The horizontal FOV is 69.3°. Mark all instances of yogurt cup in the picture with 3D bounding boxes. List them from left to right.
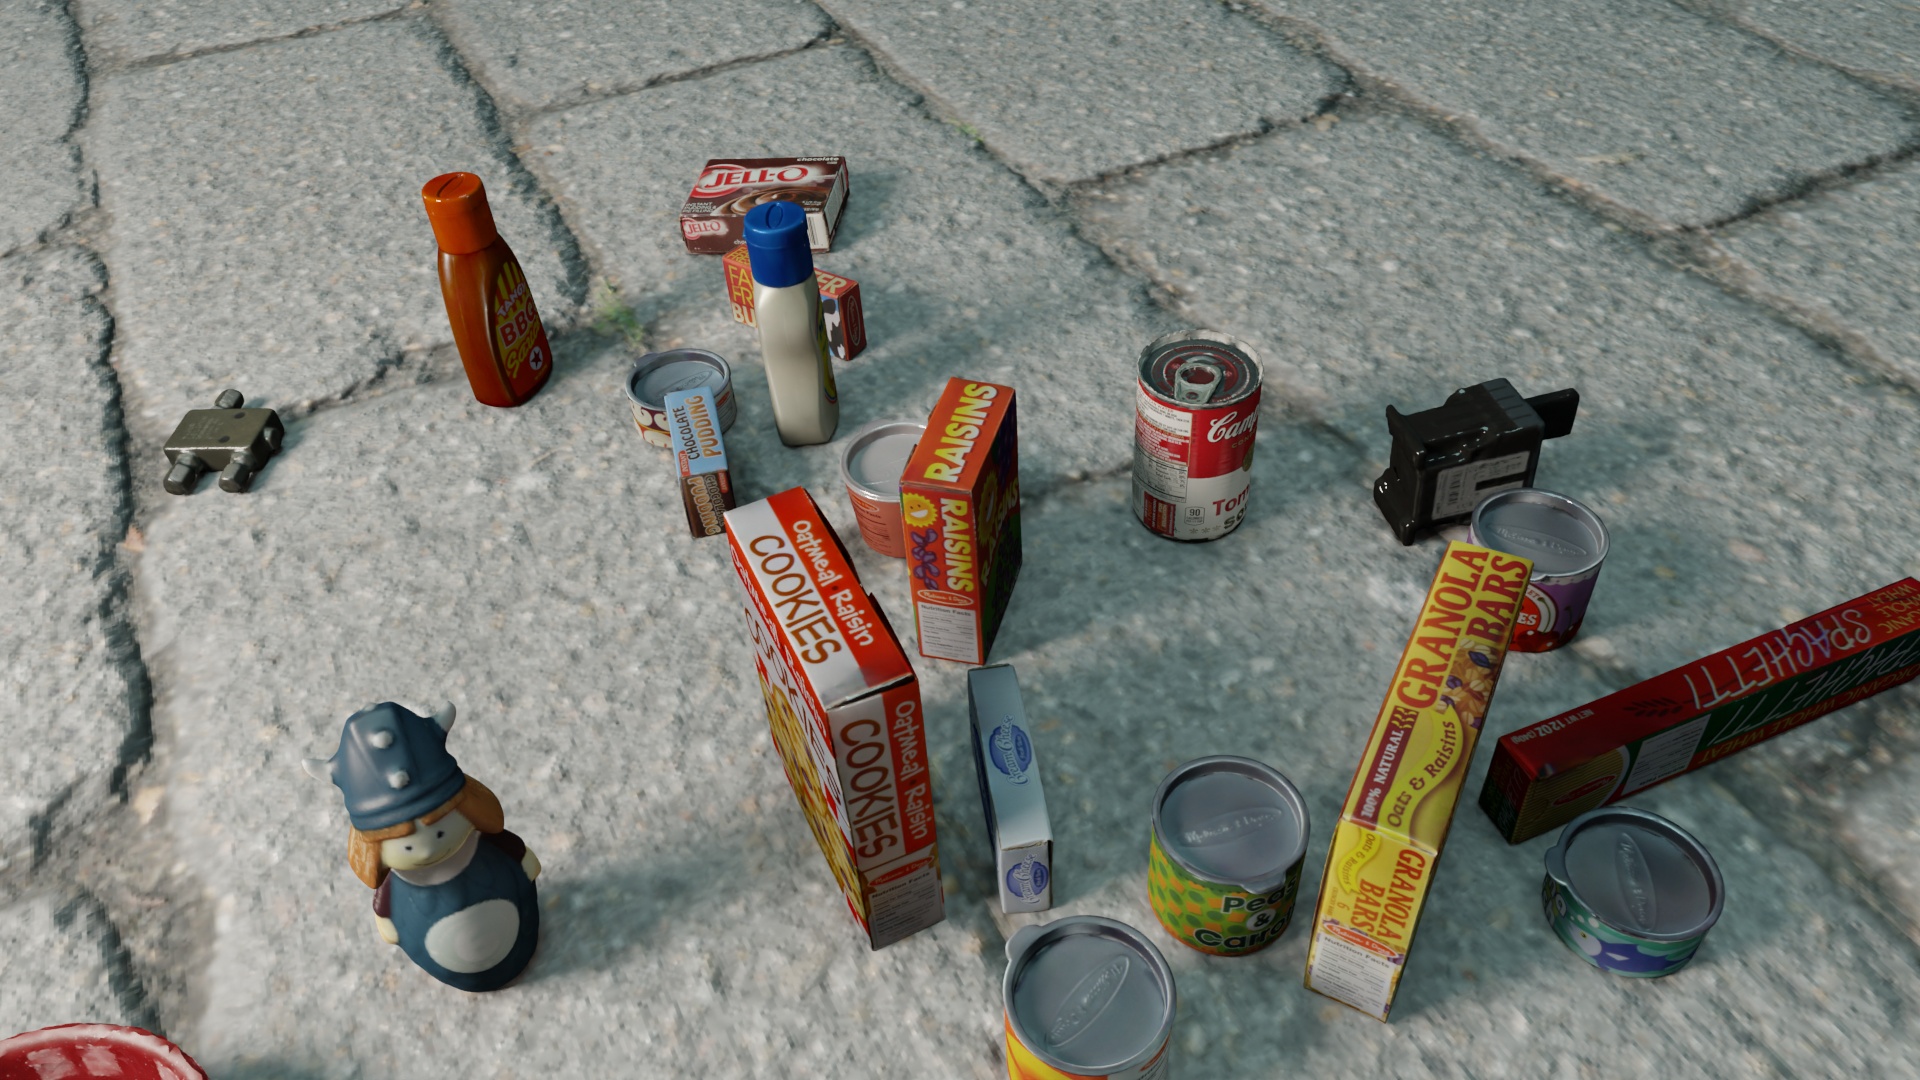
[{"bbox_3d":[-0.032,-0.027,0.791,0.072,0.053,0.073,-2,43,2],"label":"yogurt cup"}]

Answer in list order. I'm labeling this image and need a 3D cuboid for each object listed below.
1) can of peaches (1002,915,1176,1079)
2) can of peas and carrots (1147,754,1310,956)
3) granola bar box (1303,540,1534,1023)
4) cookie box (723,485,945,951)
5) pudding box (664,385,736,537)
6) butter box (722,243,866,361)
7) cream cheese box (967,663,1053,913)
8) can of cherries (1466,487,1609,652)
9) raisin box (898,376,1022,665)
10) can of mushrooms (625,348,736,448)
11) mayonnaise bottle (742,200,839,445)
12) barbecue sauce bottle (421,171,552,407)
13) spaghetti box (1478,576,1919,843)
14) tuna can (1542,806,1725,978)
[{"bbox_3d":[0.049,0.191,0.549,0.071,0.057,0.071,-2,43,2],"label":"can of peaches"},{"bbox_3d":[0.116,0.138,0.600,0.071,0.058,0.071,-2,43,2],"label":"can of peas and carrots"},{"bbox_3d":[0.194,0.099,0.589,0.039,0.123,0.166,18,47,22],"label":"granola bar box"},{"bbox_3d":[-0.052,0.077,0.598,0.040,0.166,0.123,-20,45,-16],"label":"cookie box"},{"bbox_3d":[-0.154,-0.048,0.826,0.030,0.049,0.084,-12,44,-8],"label":"pudding box"},{"bbox_3d":[-0.113,-0.162,0.943,0.103,0.052,0.024,23,49,26],"label":"butter box"},{"bbox_3d":[0.022,0.113,0.638,0.024,0.053,0.104,-8,43,-4],"label":"cream cheese box"},{"bbox_3d":[0.292,0.017,0.718,0.071,0.058,0.072,-2,43,2],"label":"can of cherries"},{"bbox_3d":[0.003,-0.009,0.719,0.040,0.122,0.086,10,45,14],"label":"raisin box"},{"bbox_3d":[-0.179,-0.092,0.886,0.071,0.033,0.071,-2,43,2],"label":"can of mushrooms"},{"bbox_3d":[-0.101,-0.131,0.839,0.041,0.147,0.065,-3,43,1],"label":"mayonnaise bottle"},{"bbox_3d":[-0.303,-0.160,0.884,0.044,0.147,0.065,8,44,12],"label":"barbecue sauce bottle"},{"bbox_3d":[0.359,0.077,0.654,0.251,0.049,0.029,-18,45,-14],"label":"spaghetti box"},{"bbox_3d":[0.284,0.150,0.594,0.071,0.032,0.071,-2,43,2],"label":"tuna can"}]
